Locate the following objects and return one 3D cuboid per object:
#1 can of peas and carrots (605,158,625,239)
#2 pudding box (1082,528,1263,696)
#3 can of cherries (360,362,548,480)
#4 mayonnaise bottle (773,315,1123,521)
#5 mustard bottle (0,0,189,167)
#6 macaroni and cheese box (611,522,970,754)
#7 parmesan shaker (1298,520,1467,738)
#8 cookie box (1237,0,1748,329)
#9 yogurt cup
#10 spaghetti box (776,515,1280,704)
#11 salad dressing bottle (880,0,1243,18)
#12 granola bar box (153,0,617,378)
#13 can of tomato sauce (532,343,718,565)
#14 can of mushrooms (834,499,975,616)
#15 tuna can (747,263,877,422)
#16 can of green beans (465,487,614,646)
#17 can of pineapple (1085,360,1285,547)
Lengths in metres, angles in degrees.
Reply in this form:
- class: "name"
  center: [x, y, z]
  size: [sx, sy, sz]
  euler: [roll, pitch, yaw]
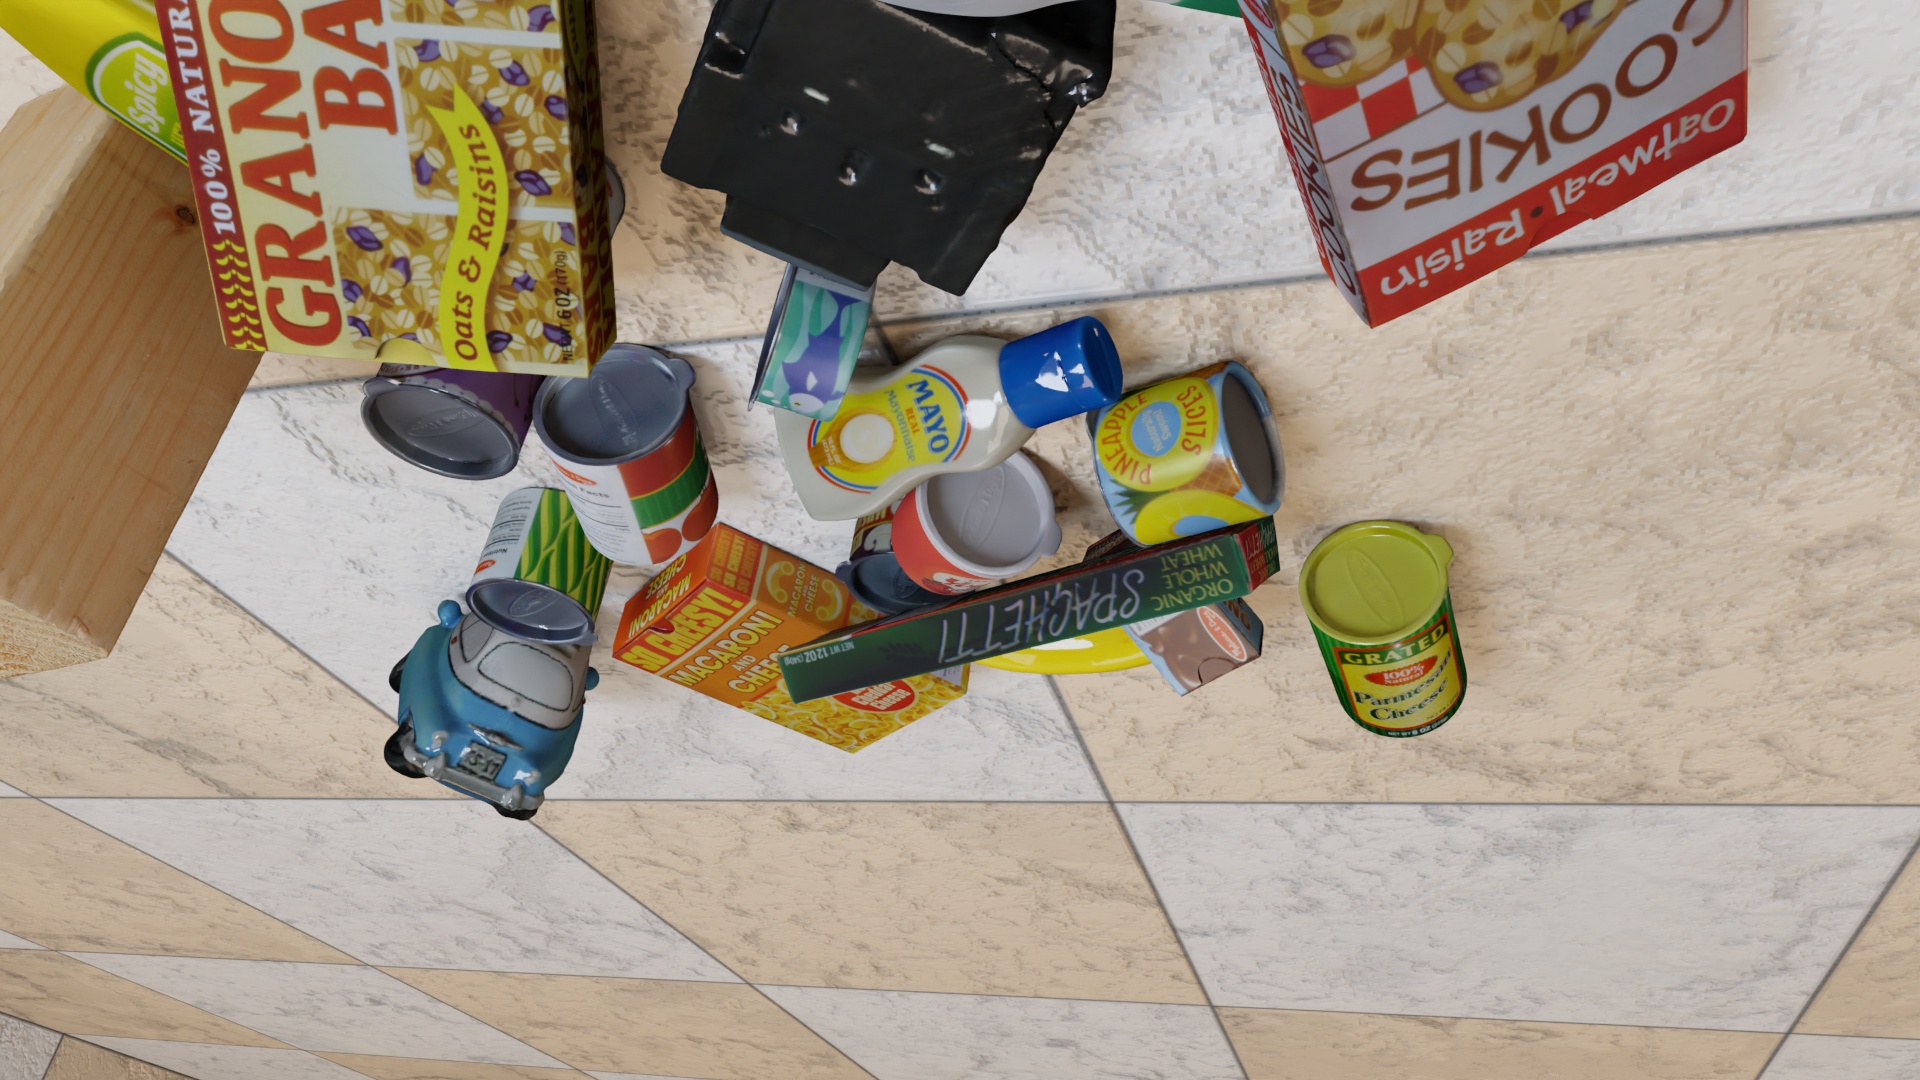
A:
- class: "can of peas and carrots"
  center: [-0.167, -0.114, 0.519]
  size: [0.071, 0.059, 0.070]
  euler: [6, 147, 4]
- class: "pudding box"
  center: [0.102, 0.030, 0.669]
  size: [0.049, 0.030, 0.083]
  euler: [-34, 104, 30]
- class: "can of cherries"
  center: [-0.216, -0.069, 0.600]
  size: [0.071, 0.059, 0.071]
  euler: [7, 148, 4]
- class: "mayonnaise bottle"
  center: [-0.006, -0.054, 0.576]
  size: [0.148, 0.064, 0.041]
  euler: [-16, -175, 30]
- class: "mustard bottle"
  center: [-0.273, -0.170, 0.465]
  size: [0.160, 0.049, 0.065]
  euler: [32, 134, -33]
- class: "macaroni and cheese box"
  center: [-0.096, 0.062, 0.791]
  size: [0.166, 0.040, 0.123]
  euler: [26, 143, -26]
- class: "parmesan shaker"
  center: [0.209, 0.044, 0.672]
  size: [0.071, 0.071, 0.102]
  euler: [-7, 144, 22]
- class: "cookie box"
  center: [0.142, -0.148, 0.372]
  size: [0.123, 0.040, 0.167]
  euler: [-27, 138, 9]
- class: "yogurt cup"
  center: [0.002, -0.008, 0.641]
  size: [0.072, 0.072, 0.053]
  euler: [20, 153, -17]
- class: "spaghetti box"
  center: [0.026, 0.034, 0.649]
  size: [0.249, 0.028, 0.050]
  euler: [-17, -177, 30]
- class: "salad dressing bottle"
  center: [0.028, -0.169, 0.375]
  size: [0.148, 0.064, 0.043]
  euler: [2, 159, -19]
- class: "granola bar box"
  center: [-0.178, -0.136, 0.435]
  size: [0.124, 0.039, 0.164]
  euler: [5, 120, 1]
- class: "can of tomato sauce"
  center: [-0.147, -0.038, 0.627]
  size: [0.071, 0.071, 0.082]
  euler: [5, 148, 5]
- class: "can of mushrooms"
  center: [-0.026, 0.010, 0.701]
  size: [0.071, 0.033, 0.070]
  euler: [6, 148, 4]
- class: "tuna can"
  center: [-0.058, -0.079, 0.538]
  size: [0.033, 0.071, 0.070]
  euler: [16, 146, -13]
- class: "can of green beans"
  center: [-0.217, 0.014, 0.728]
  size: [0.071, 0.058, 0.071]
  euler: [6, 147, 4]
- class: "can of pineapple"
  center: [0.094, -0.036, 0.572]
  size: [0.057, 0.071, 0.071]
  euler: [-16, 140, 32]
